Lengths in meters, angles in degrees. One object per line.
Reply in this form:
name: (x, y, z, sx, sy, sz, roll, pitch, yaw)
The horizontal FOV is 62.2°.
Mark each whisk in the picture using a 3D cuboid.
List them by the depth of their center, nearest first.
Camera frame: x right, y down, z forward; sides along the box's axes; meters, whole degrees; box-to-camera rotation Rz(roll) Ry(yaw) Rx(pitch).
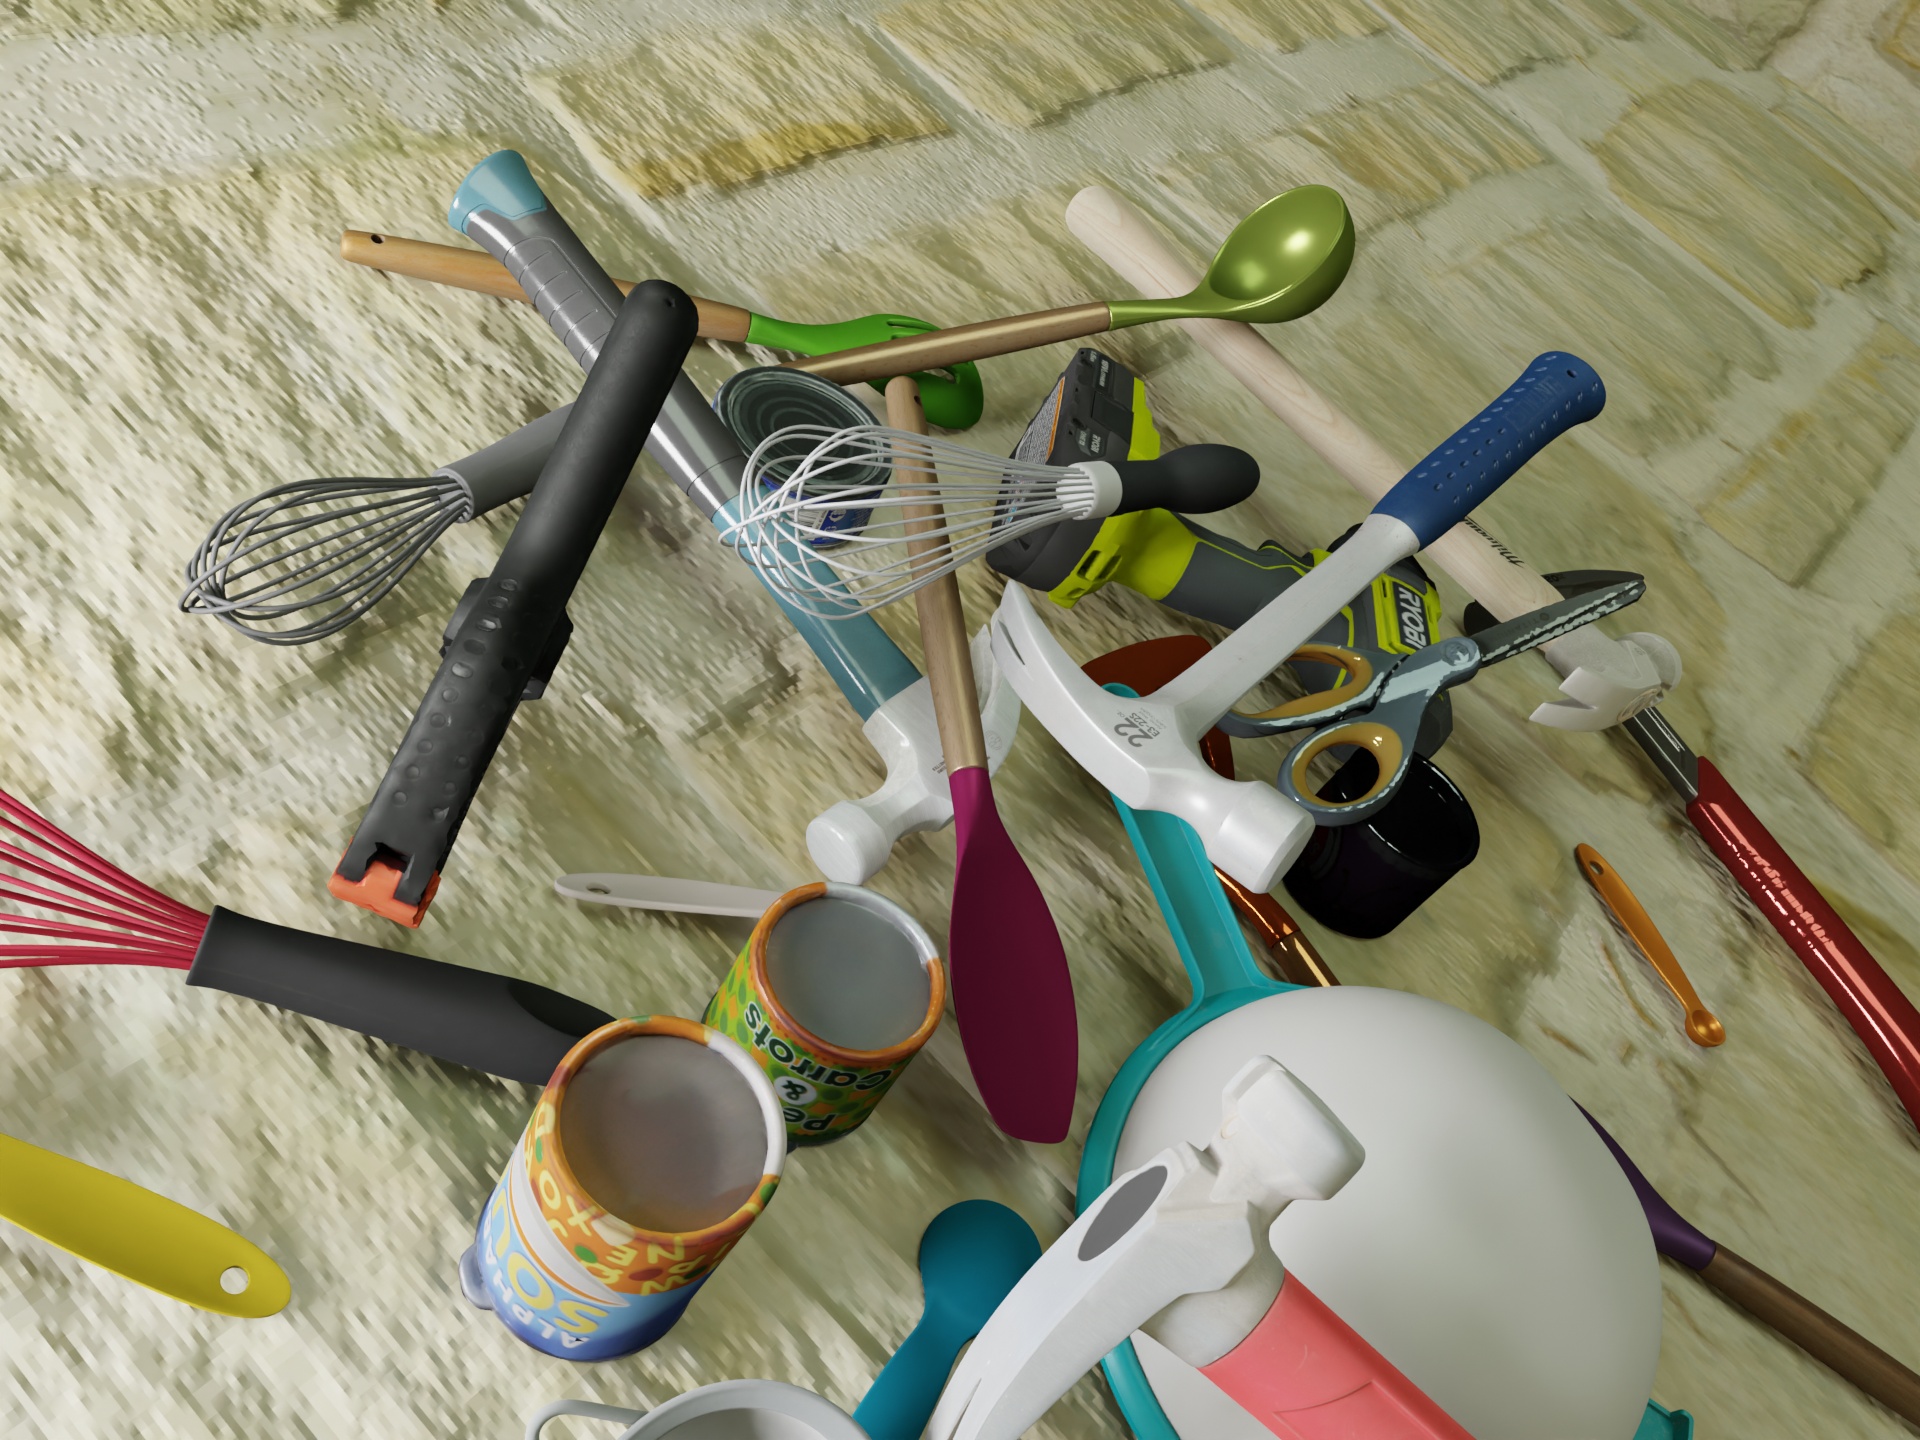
whisk: (-0.231, 0.057, 0.442, 0.295, 0.073, 0.073, 21, 44, -21)
whisk: (-0.192, -0.088, 0.605, 0.055, 0.055, 0.239, 39, 39, 6)
whisk: (0.027, -0.086, 0.613, 0.284, 0.070, 0.070, -13, 59, -43)

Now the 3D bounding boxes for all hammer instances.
hammer: (0.167, 0.265, 0.448, 0.386, 0.143, 0.038, 43, 2, -13)
hammer: (-0.097, -0.096, 0.632, 0.128, 0.033, 0.331, -33, 81, -36)
hammer: (0.176, -0.080, 0.682, 0.144, 0.035, 0.405, 37, 48, 19)
hammer: (0.188, -0.149, 0.818, 0.146, 0.038, 0.411, -8, 51, -52)
hammer: (0.416, 0.062, 0.839, 0.149, 0.036, 0.359, -8, 56, -36)

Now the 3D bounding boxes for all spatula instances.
spatula: (0.148, 0.104, 0.636, 0.081, 0.041, 0.323, -15, 62, -35)
spatula: (0.322, 0.229, 0.642, 0.316, 0.018, 0.060, 34, 47, 2)

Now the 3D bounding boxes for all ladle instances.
ladle: (0.046, -0.203, 0.771, 0.320, 0.062, 0.078, -15, 35, -15)

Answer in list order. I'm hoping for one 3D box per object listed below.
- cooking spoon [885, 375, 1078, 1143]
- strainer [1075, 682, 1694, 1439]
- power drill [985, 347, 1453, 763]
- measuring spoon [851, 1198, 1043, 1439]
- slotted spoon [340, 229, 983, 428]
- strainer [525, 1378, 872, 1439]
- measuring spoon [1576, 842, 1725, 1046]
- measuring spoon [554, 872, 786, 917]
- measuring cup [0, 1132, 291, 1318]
cooking spoon: (-0.001, -0.002, 0.588, 0.068, 0.017, 0.319, 24, 47, -46)
strainer: (0.129, 0.115, 0.545, 0.211, 0.095, 0.341, -8, 63, -28)
power drill: (0.132, -0.082, 0.773, 0.223, 0.080, 0.171, 27, 38, -12)
measuring spoon: (-0.010, 0.192, 0.474, 0.042, 0.021, 0.129, 37, 43, 4)
slotted spoon: (-0.126, -0.190, 0.751, 0.313, 0.031, 0.070, 6, 54, -24)
strainer: (-0.007, 0.252, 0.409, 0.258, 0.050, 0.087, 40, 79, -2)
measuring spoon: (0.328, 0.108, 0.766, 0.021, 0.011, 0.117, 1, 48, -30)
measuring spoon: (-0.079, 0.069, 0.553, 0.124, 0.018, 0.034, 9, 18, -16)
measuring cup: (-0.247, 0.119, 0.404, 0.156, 0.029, 0.062, 33, 42, -18)
